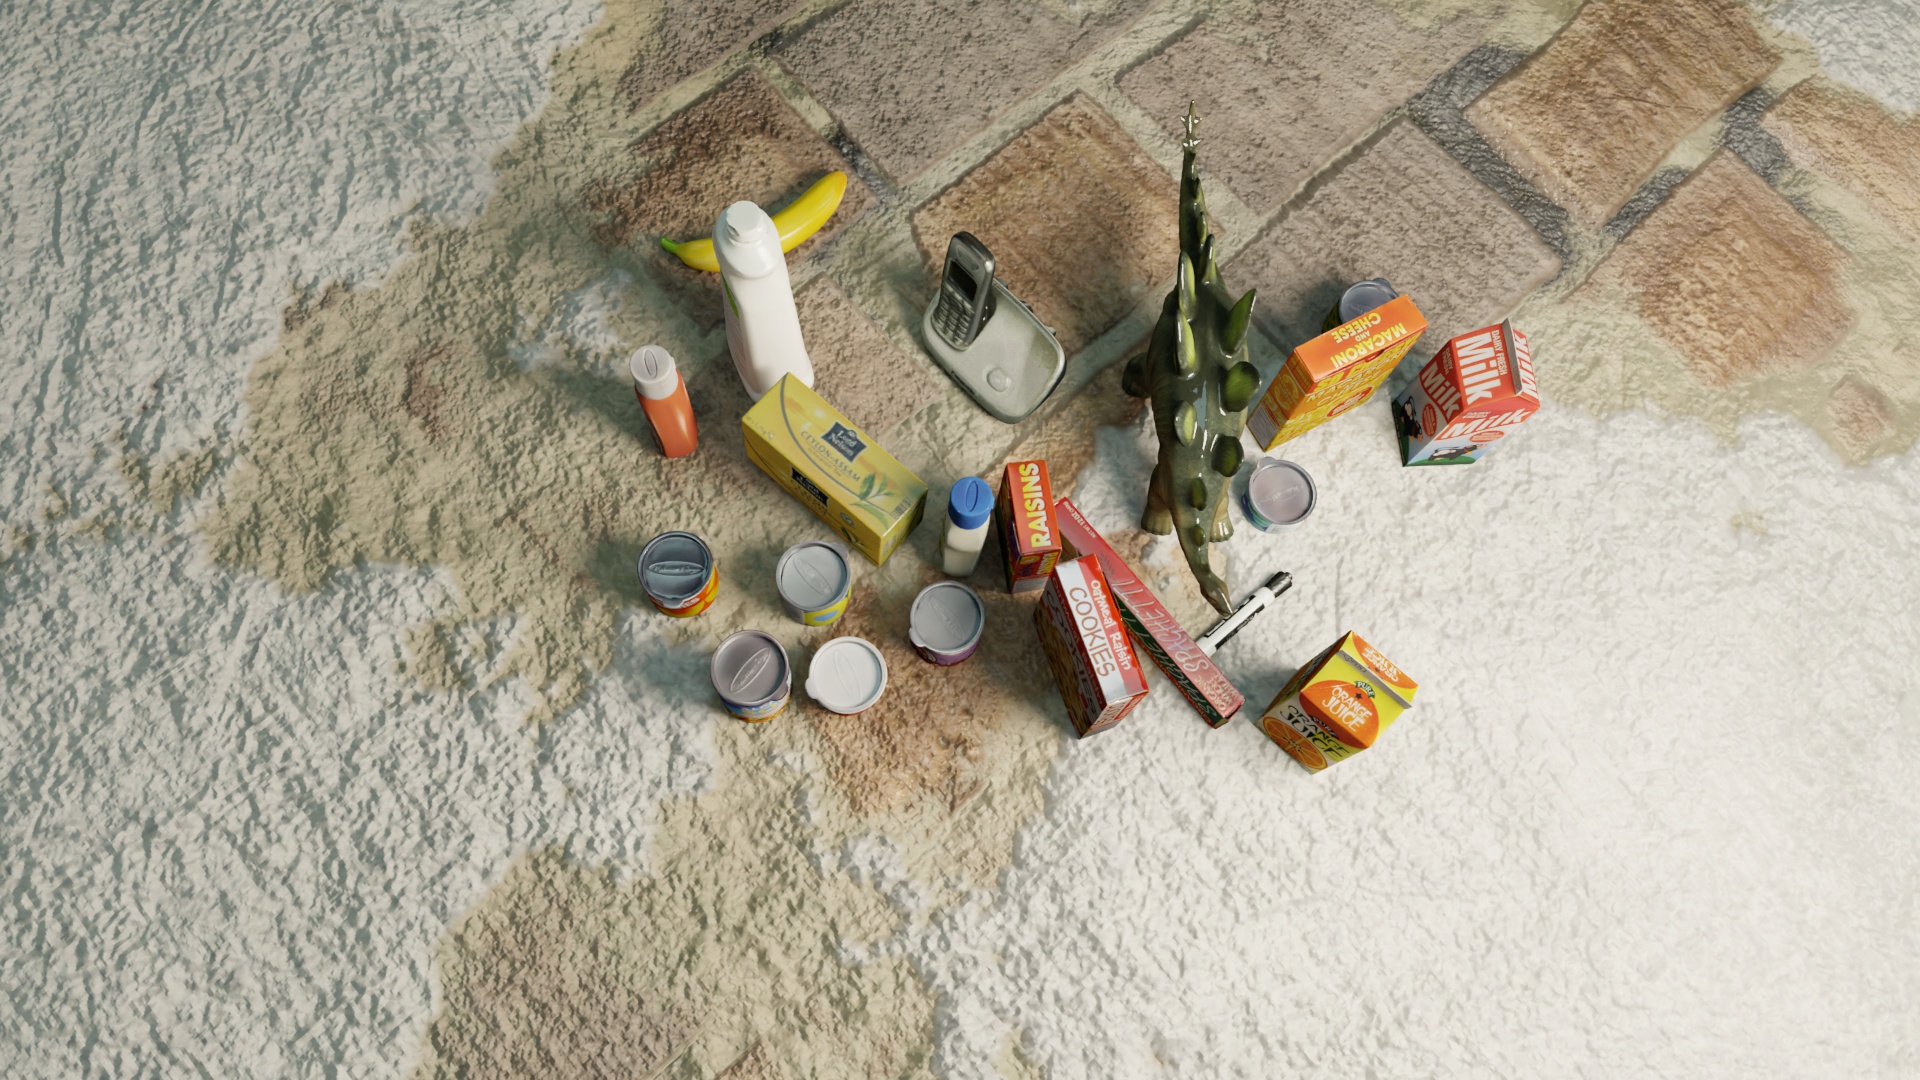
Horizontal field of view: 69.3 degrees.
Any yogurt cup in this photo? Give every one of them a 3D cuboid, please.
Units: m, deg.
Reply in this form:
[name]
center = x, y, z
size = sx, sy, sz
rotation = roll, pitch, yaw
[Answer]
[yogurt cup]
center = -0.099, 0.123, 1.224
size = 0.072, 0.053, 0.072
rotation = 1, 72, -3

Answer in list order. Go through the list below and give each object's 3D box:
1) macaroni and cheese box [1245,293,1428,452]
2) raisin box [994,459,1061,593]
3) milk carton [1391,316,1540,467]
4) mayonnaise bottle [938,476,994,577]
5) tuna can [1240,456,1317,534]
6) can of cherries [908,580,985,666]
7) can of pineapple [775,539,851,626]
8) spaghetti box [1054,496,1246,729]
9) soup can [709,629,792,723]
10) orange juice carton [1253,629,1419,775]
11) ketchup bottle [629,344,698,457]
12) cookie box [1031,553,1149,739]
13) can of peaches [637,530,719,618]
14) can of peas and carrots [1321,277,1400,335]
[macaroni and cheese box]
center = 0.346, -0.151, 1.287
size = 0.124, 0.166, 0.040
rotation = -26, 76, -12
[raisin box]
center = 0.058, -0.011, 1.243
size = 0.040, 0.123, 0.086
rotation = -6, 73, -6
[milk carton]
center = 0.469, -0.133, 1.277
size = 0.073, 0.190, 0.072
rotation = -3, 72, -5
[mayonnaise bottle]
center = 0.004, -0.015, 1.228
size = 0.041, 0.147, 0.065
rotation = 9, 72, -1
[tuna can]
center = 0.300, -0.043, 1.318
size = 0.071, 0.032, 0.071
rotation = 1, 72, -4
[can of cherries]
center = -0.015, 0.076, 1.243
size = 0.071, 0.058, 0.071
rotation = 1, 72, -3
[can of pineapple]
center = -0.129, 0.039, 1.248
size = 0.071, 0.057, 0.071
rotation = 1, 72, -3
[spaghetti box]
center = 0.163, 0.066, 1.263
size = 0.029, 0.050, 0.250
rotation = -38, 78, -14
[soup can]
center = -0.178, 0.121, 1.204
size = 0.071, 0.083, 0.071
rotation = 1, 72, -3
[orange juice carton]
center = 0.321, 0.136, 1.176
size = 0.072, 0.192, 0.073
rotation = 41, 74, 9
[ketchup bottle]
center = -0.267, -0.128, 1.247
size = 0.043, 0.148, 0.065
rotation = -16, 74, -9
[cookie box]
center = 0.109, 0.094, 1.189
size = 0.040, 0.167, 0.123
rotation = -18, 74, -9
[can of peaches]
center = -0.252, 0.034, 1.242
size = 0.071, 0.058, 0.071
rotation = 1, 72, -3
[can of peas and carrots]
center = 0.397, -0.216, 1.369
size = 0.071, 0.058, 0.071
rotation = 1, 72, -3
